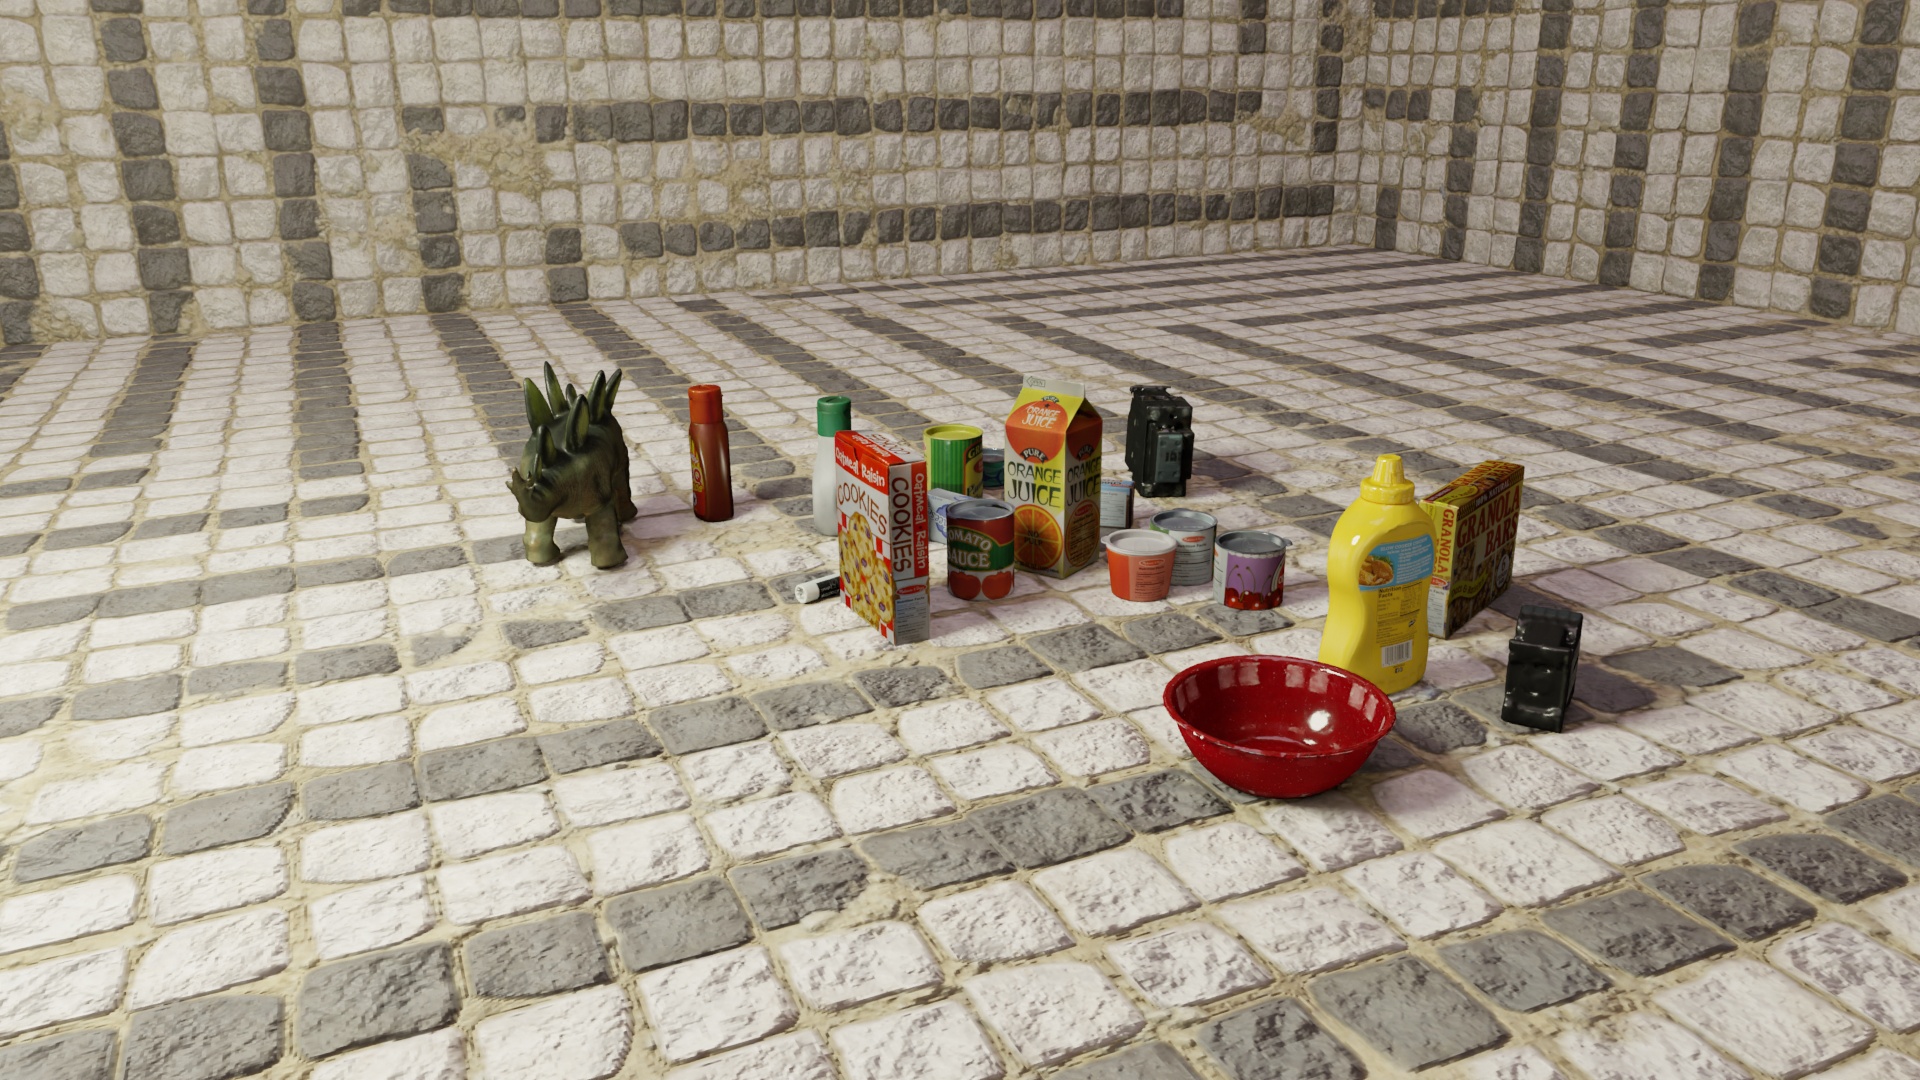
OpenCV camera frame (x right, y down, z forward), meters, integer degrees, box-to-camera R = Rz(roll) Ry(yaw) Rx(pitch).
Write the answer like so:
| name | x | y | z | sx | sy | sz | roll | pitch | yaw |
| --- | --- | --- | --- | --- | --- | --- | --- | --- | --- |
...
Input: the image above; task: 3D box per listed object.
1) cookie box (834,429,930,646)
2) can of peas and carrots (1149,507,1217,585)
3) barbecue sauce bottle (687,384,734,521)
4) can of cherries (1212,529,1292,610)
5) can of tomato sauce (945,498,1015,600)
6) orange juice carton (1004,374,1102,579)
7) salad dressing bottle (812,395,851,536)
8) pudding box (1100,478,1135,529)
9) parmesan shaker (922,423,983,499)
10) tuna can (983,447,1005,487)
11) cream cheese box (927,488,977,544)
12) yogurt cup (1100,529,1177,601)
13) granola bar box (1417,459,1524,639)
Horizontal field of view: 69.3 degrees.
| name | x | y | z | sx | sy | sz | roll | pitch | yaw |
| --- | --- | --- | --- | --- | --- | --- | --- | --- | --- |
| cookie box | -0.072 | -0.006 | 1.247 | 0.040 | 0.166 | 0.123 | -10 | 21 | -25 |
| can of peas and carrots | 0.219 | 0.006 | 1.371 | 0.071 | 0.058 | 0.071 | -1 | 19 | 0 |
| barbecue sauce bottle | -0.281 | -0.099 | 1.555 | 0.044 | 0.148 | 0.065 | -9 | 20 | -23 |
| can of cherries | 0.274 | 0.028 | 1.306 | 0.071 | 0.058 | 0.072 | -1 | 19 | 0 |
| can of tomato sauce | 0.018 | 0.009 | 1.331 | 0.071 | 0.082 | 0.071 | -1 | 19 | 0 |
| orange juice carton | 0.092 | -0.067 | 1.381 | 0.072 | 0.192 | 0.073 | 12 | 22 | 34 |
| salad dressing bottle | -0.134 | -0.080 | 1.497 | 0.044 | 0.147 | 0.064 | 8 | 20 | 24 |
| pudding box | 0.148 | -0.042 | 1.528 | 0.084 | 0.049 | 0.030 | 4 | 19 | 14 |
| parmesan shaker | -0.007 | -0.072 | 1.536 | 0.071 | 0.102 | 0.071 | -1 | 19 | 0 |
| tuna can | 0.035 | -0.089 | 1.694 | 0.071 | 0.032 | 0.071 | -1 | 19 | 0 |
| cream cheese box | 0.005 | -0.018 | 1.456 | 0.104 | 0.053 | 0.024 | 16 | 25 | 40 |
| yogurt cup | 0.172 | 0.025 | 1.325 | 0.072 | 0.053 | 0.072 | -1 | 19 | 0 |
| granola bar box | 0.460 | 0.005 | 1.265 | 0.039 | 0.123 | 0.166 | 14 | 24 | 37 |
